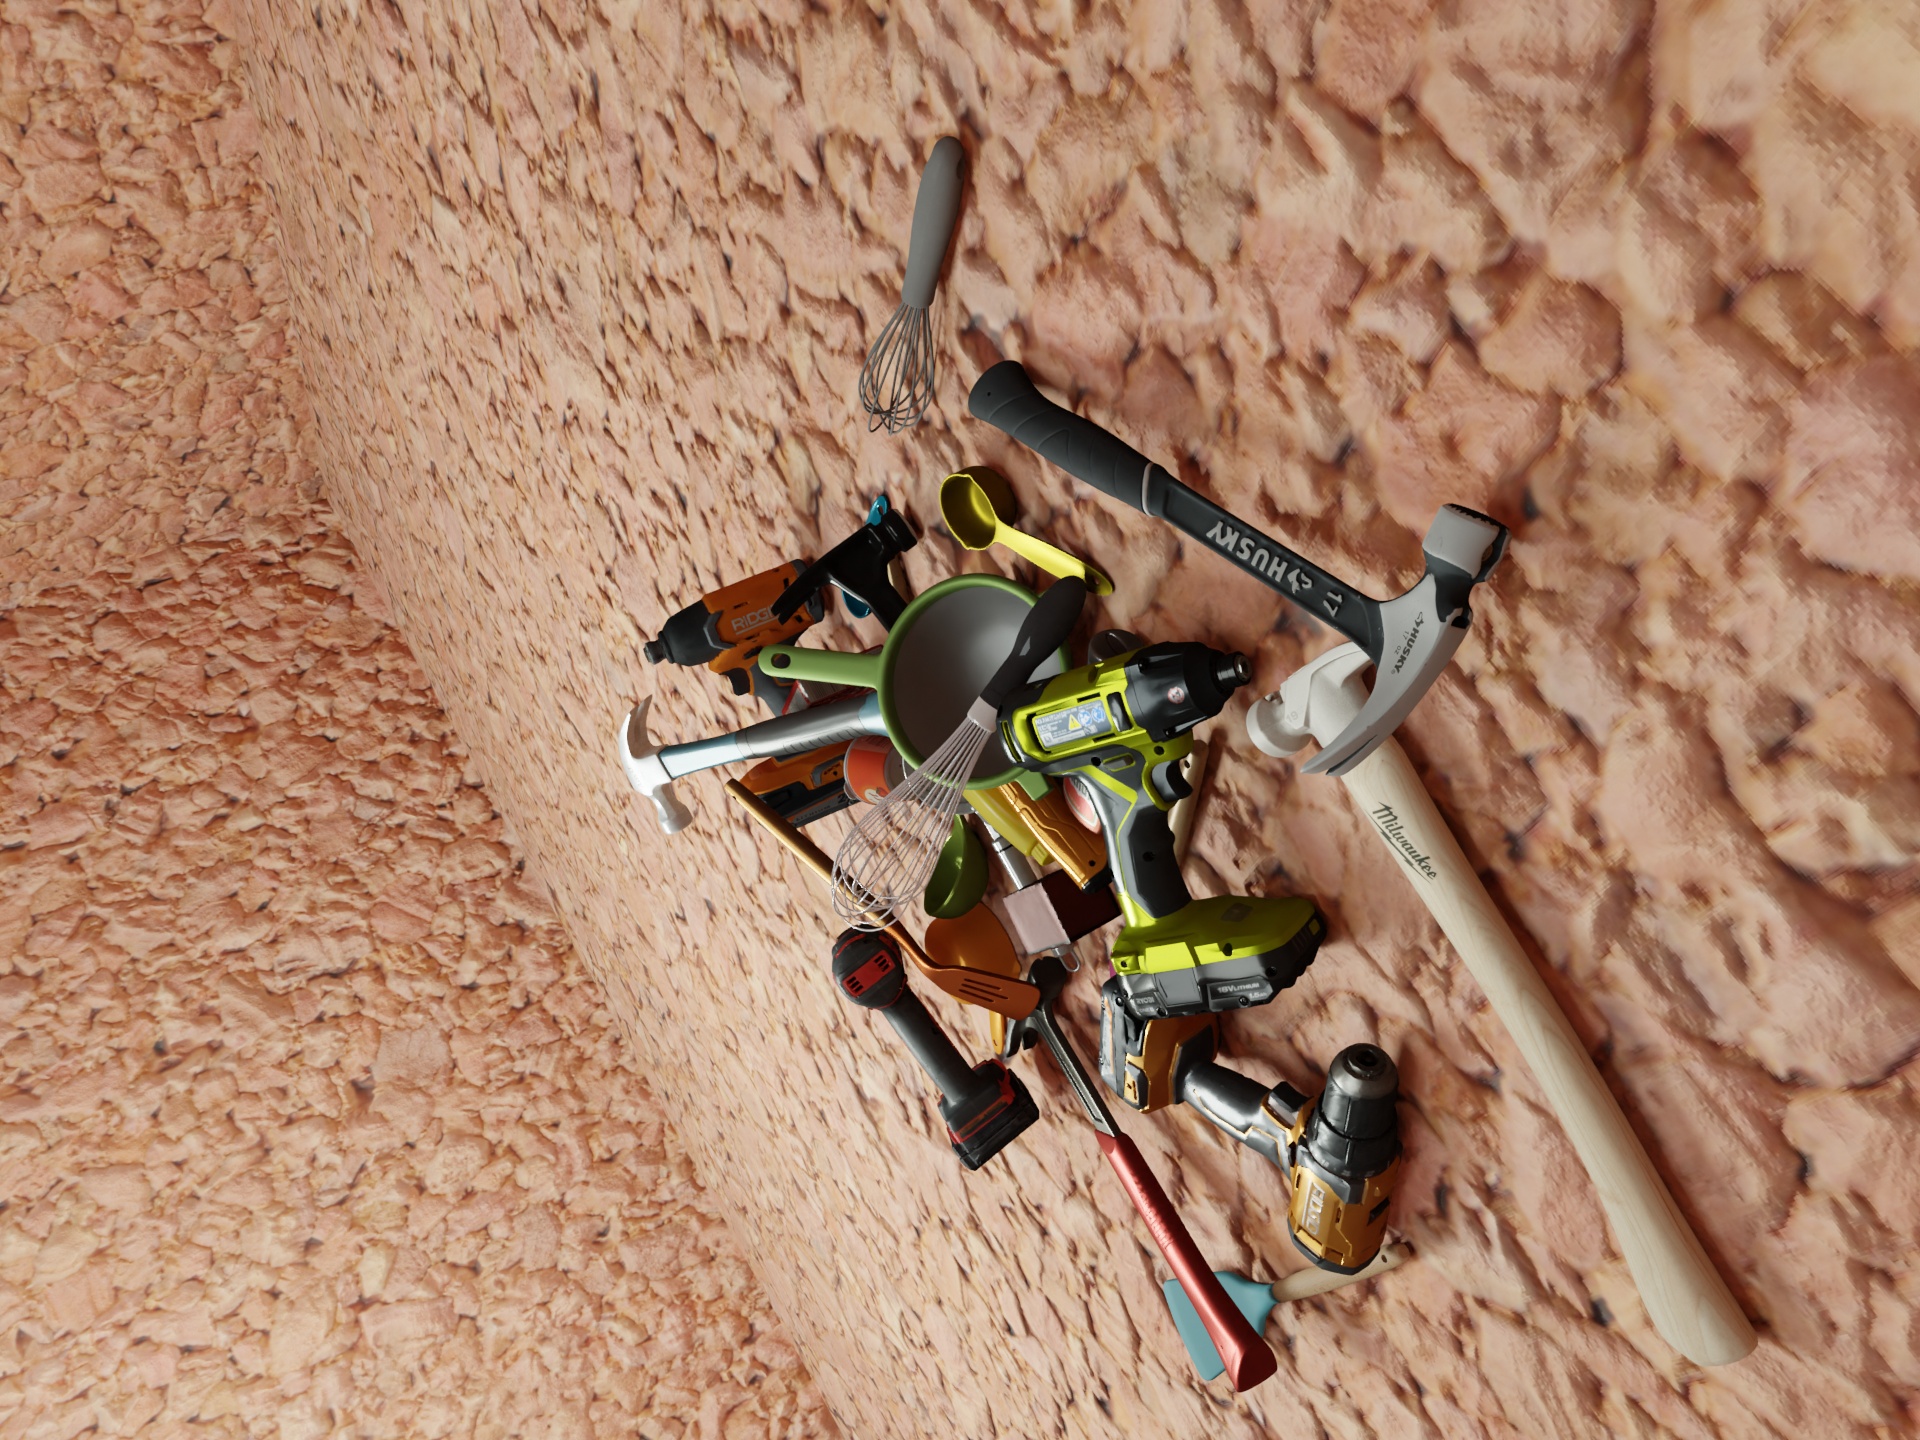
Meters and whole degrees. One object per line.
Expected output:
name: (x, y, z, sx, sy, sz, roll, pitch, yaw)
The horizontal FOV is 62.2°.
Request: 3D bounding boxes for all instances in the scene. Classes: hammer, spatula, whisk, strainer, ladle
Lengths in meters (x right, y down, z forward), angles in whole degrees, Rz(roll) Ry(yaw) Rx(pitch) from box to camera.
hammer: (0.120, -0.117, 0.895, 0.409, 0.036, 0.149, 43, 117, 47)
spatula: (-0.072, 0.148, 1.337, 0.323, 0.041, 0.081, 40, 151, 12)
hammer: (0.296, 0.141, 0.831, 0.411, 0.038, 0.146, 61, 153, 9)
whisk: (-0.031, -0.284, 1.067, 0.055, 0.055, 0.238, 52, 148, 25)
whisk: (0.000, 0.023, 1.068, 0.070, 0.070, 0.284, 43, 103, 38)
hammer: (0.137, 0.367, 1.279, 0.359, 0.036, 0.149, 57, 154, 33)
hammer: (-0.173, 0.019, 1.357, 0.331, 0.033, 0.128, -13, 114, 39)
hammer: (-0.002, -0.004, 1.182, 0.337, 0.127, 0.034, 51, 175, 19)
strainer: (0.030, 0.091, 1.284, 0.087, 0.050, 0.258, -28, 93, 21)
strainer: (-0.025, -0.031, 1.151, 0.256, 0.069, 0.151, 7, 90, 28)
spatula: (0.240, 0.424, 1.174, 0.082, 0.044, 0.317, 66, 155, 20)
ladle: (-0.034, 0.016, 1.323, 0.078, 0.062, 0.320, -131, 26, -72)

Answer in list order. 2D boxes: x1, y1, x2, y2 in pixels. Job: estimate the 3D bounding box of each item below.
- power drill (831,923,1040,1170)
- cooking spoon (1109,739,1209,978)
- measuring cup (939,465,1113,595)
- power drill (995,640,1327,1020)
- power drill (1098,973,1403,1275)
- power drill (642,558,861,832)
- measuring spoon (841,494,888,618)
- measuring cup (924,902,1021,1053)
power drill: (-0.035, 0.275, 1.421, 0.226, 0.080, 0.188, 52, 176, -3)
cooking spoon: (0.141, 0.123, 1.126, 0.069, 0.017, 0.318, 47, 149, 31)
measuring cup: (0.050, -0.127, 1.085, 0.157, 0.029, 0.062, 33, 140, 30)
power drill: (0.133, 0.064, 0.988, 0.171, 0.080, 0.223, -17, 99, 39)
power drill: (0.196, 0.239, 1.060, 0.226, 0.084, 0.185, 36, 142, 38)
power drill: (-0.181, -0.015, 1.448, 0.084, 0.164, 0.226, -144, 34, -67)
measuring spoon: (-0.070, -0.137, 1.309, 0.042, 0.021, 0.128, 51, 142, 27)
measuring cup: (0.010, 0.246, 1.440, 0.095, 0.052, 0.173, 34, 138, 47)
